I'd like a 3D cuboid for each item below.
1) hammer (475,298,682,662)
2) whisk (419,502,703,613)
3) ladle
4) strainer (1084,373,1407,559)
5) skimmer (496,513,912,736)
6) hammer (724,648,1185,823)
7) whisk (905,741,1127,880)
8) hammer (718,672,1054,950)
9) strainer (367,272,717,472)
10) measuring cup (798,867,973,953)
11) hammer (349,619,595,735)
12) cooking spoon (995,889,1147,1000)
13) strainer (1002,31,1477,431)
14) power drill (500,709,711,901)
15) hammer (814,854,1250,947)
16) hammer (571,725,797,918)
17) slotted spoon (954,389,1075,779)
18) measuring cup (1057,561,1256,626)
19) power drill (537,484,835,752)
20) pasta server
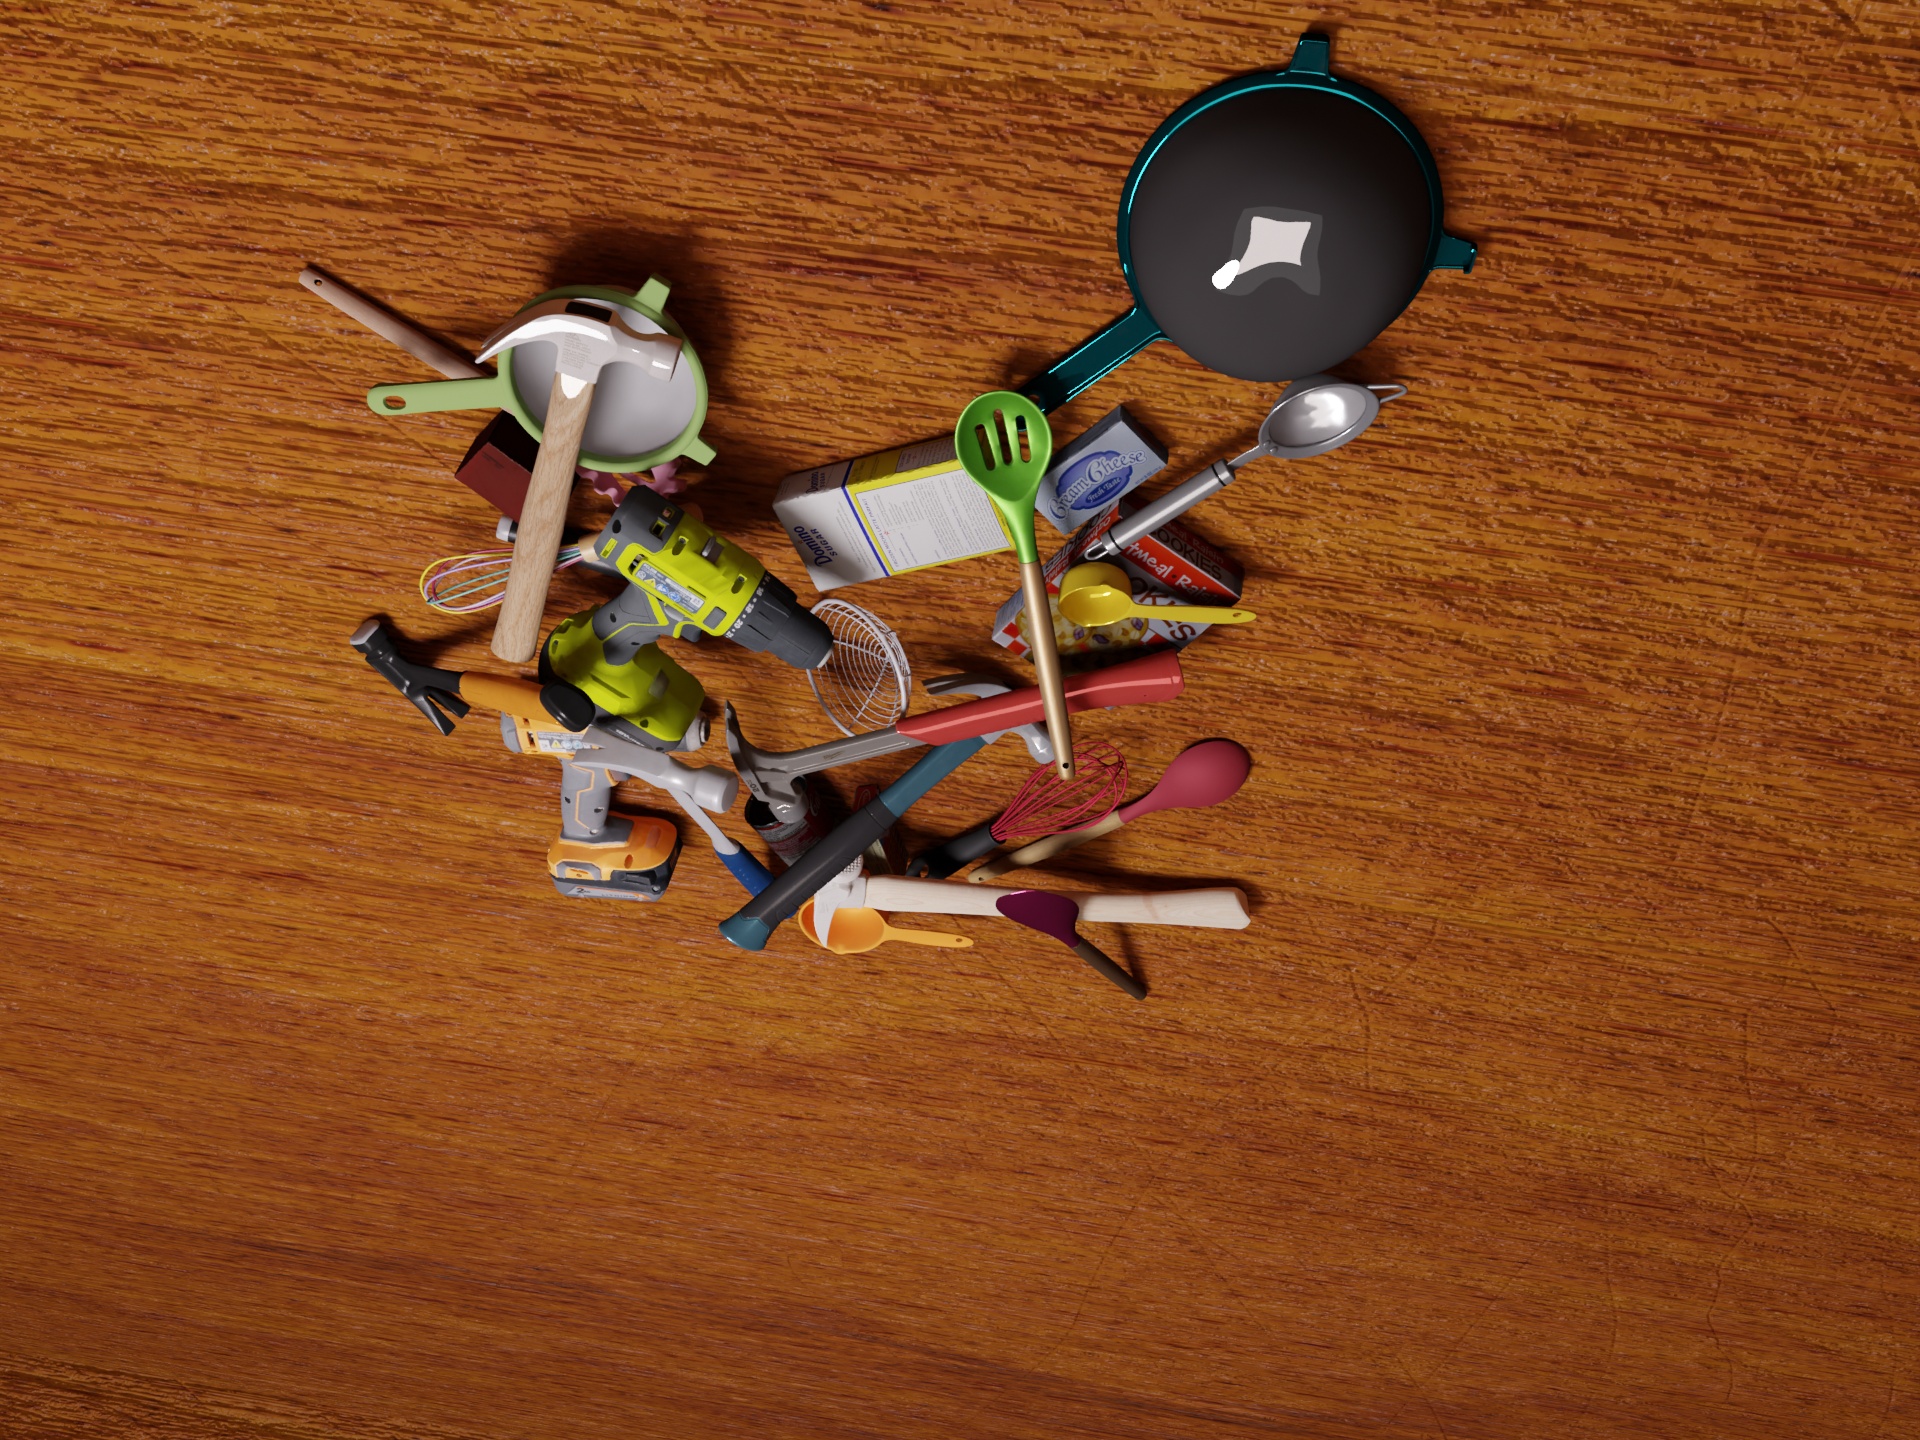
[{"bbox_3d":[-0.308,-0.166,1.178,0.130,0.031,0.331,18,132,-12],"label":"hammer"},{"bbox_3d":[-0.322,-0.133,1.269,0.245,0.051,0.047,-16,97,10],"label":"whisk"},{"bbox_3d":[0.128,0.095,1.462,0.315,0.031,0.069,-27,124,33],"label":"ladle"},{"bbox_3d":[0.195,-0.185,1.142,0.258,0.050,0.086,-31,150,22],"label":"strainer"},{"bbox_3d":[-0.211,-0.083,1.306,0.363,0.090,0.127,18,137,-7],"label":"skimmer"},{"bbox_3d":[-0.002,-0.004,1.264,0.359,0.037,0.149,-14,144,6],"label":"hammer"},{"bbox_3d":[0.047,0.095,1.456,0.073,0.073,0.296,37,135,-23],"label":"whisk"},{"bbox_3d":[-0.072,0.084,1.372,0.331,0.033,0.128,-41,116,3],"label":"hammer"},{"bbox_3d":[-0.305,-0.257,1.164,0.256,0.069,0.151,-3,132,9],"label":"strainer"},{"bbox_3d":[-0.071,0.189,1.573,0.173,0.052,0.095,9,134,-1],"label":"measuring cup"},{"bbox_3d":[-0.396,-0.021,1.328,0.337,0.034,0.127,10,146,48],"label":"hammer"},{"bbox_3d":[0.118,0.217,1.514,0.069,0.017,0.318,-14,150,22],"label":"cooking spoon"},{"bbox_3d":[0.156,-0.268,1.053,0.340,0.095,0.210,-30,122,31],"label":"strainer"},{"bbox_3d":[-0.314,0.065,1.481,0.185,0.084,0.226,3,130,7],"label":"power drill"},{"bbox_3d":[0.068,0.176,1.495,0.410,0.038,0.146,4,144,-8],"label":"hammer"},{"bbox_3d":[-0.216,0.105,1.416,0.144,0.035,0.405,18,162,15],"label":"hammer"},{"bbox_3d":[0.053,-0.096,1.187,0.070,0.031,0.313,-10,113,5],"label":"slotted spoon"},{"bbox_3d":[0.151,-0.095,1.218,0.156,0.029,0.062,4,152,-10],"label":"measuring cup"},{"bbox_3d":[-0.220,-0.065,1.249,0.190,0.080,0.228,34,139,-15],"label":"power drill"},{"bbox_3d":[-0.353,-0.251,1.208,0.316,0.060,0.040,31,172,-16],"label":"pasta server"}]
